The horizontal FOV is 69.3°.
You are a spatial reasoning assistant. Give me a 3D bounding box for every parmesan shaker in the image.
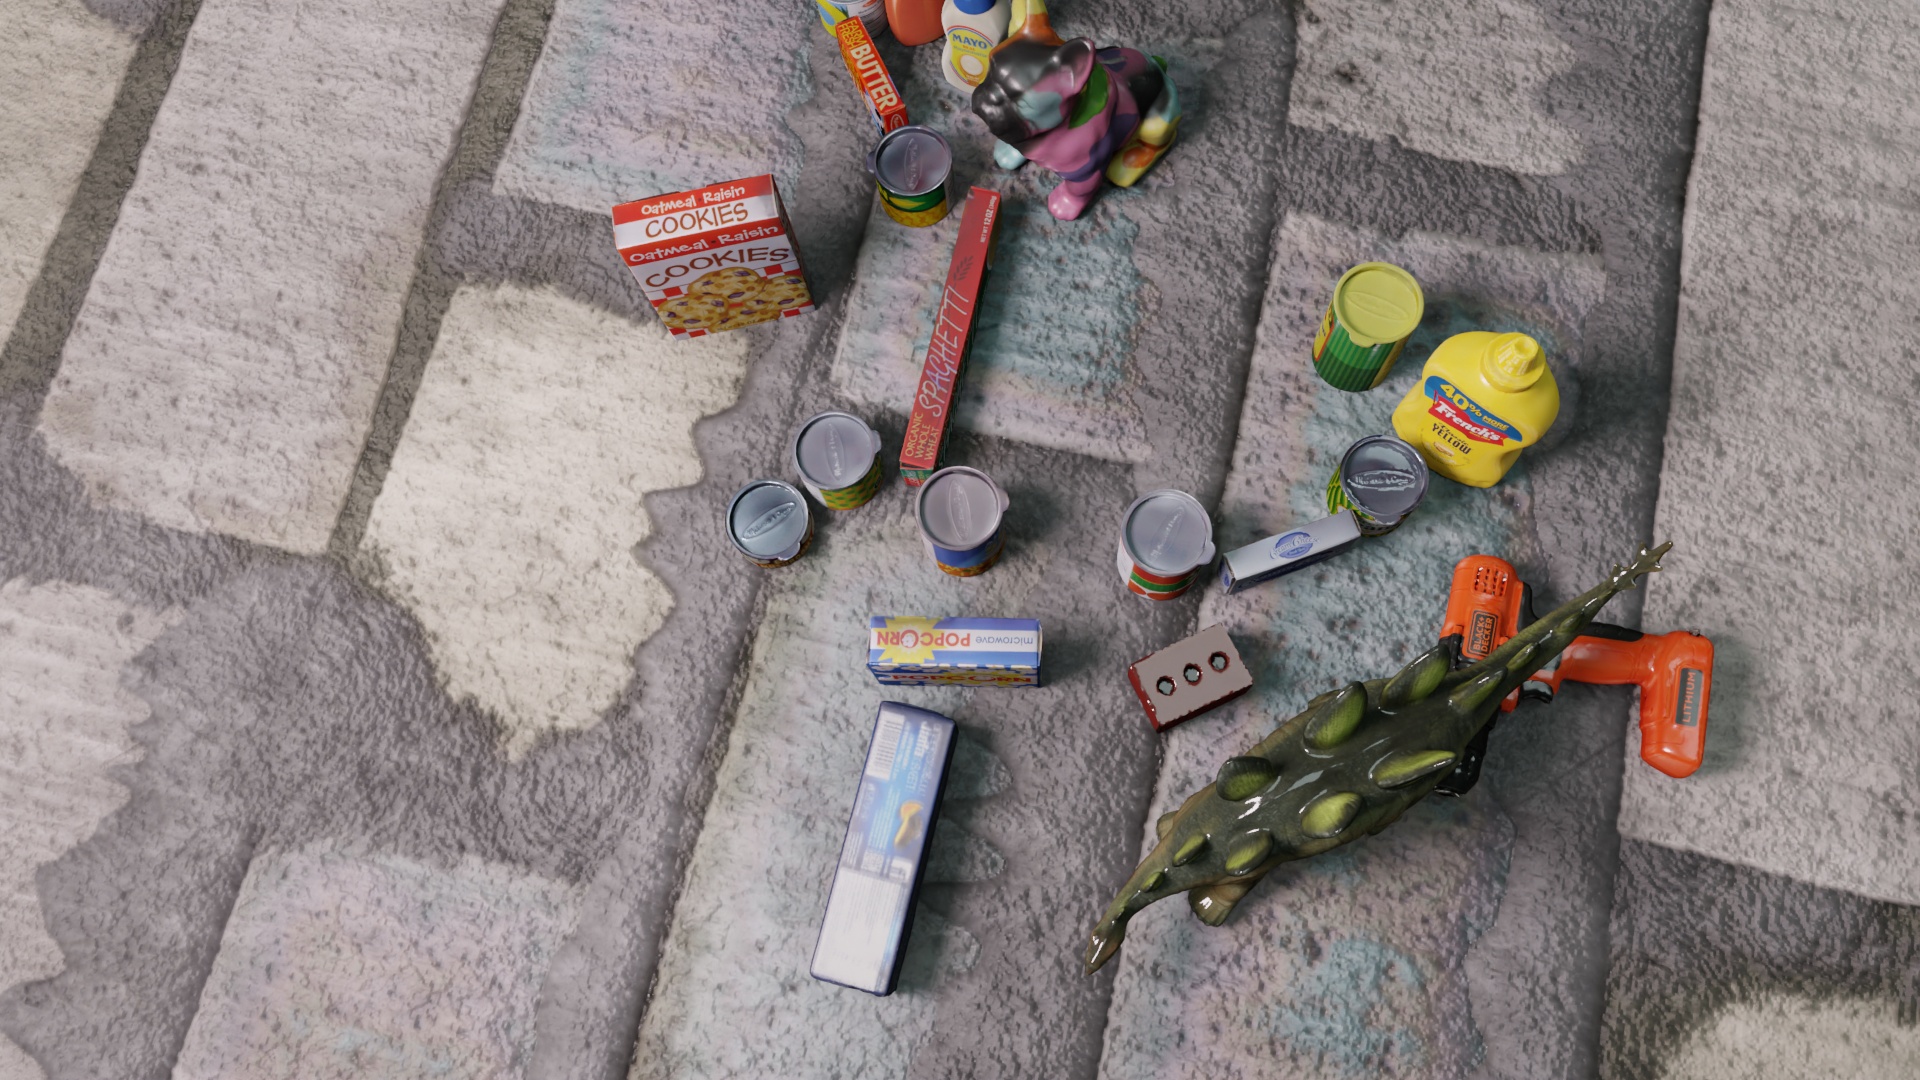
[{"bbox_3d":[0.312,-0.161,1.078,0.071,0.103,0.071,-1,74,4],"label":"parmesan shaker"}]

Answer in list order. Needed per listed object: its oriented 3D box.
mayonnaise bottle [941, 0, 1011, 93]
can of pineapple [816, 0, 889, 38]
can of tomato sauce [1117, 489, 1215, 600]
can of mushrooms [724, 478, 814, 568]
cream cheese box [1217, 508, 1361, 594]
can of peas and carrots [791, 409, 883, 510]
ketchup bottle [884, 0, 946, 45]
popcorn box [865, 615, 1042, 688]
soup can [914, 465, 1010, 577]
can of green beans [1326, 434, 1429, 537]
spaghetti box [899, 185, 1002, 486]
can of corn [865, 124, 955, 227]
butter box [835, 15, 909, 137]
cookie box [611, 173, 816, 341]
[{"bbox_3d":[0.013,-0.427,1.151,0.065,0.147,0.041,18,76,9],"label":"mayonnaise bottle"},{"bbox_3d":[-0.096,-0.484,1.222,0.071,0.057,0.071,-1,74,3],"label":"can of pineapple"},{"bbox_3d":[0.155,0.005,1.050,0.071,0.083,0.071,-1,74,4],"label":"can of tomato sauce"},{"bbox_3d":[-0.149,-0.011,1.100,0.071,0.033,0.071,-1,74,3],"label":"can of mushrooms"},{"bbox_3d":[0.249,0.009,1.058,0.104,0.053,0.024,-19,74,-2],"label":"cream cheese box"},{"bbox_3d":[-0.094,-0.063,1.099,0.071,0.058,0.071,-1,74,3],"label":"can of peas and carrots"},{"bbox_3d":[-0.036,-0.482,1.170,0.065,0.148,0.043,-28,74,-4],"label":"ketchup bottle"},{"bbox_3d":[-0.002,0.084,1.036,0.127,0.085,0.038,1,74,4],"label":"popcorn box"},{"bbox_3d":[0.004,-0.013,1.065,0.071,0.083,0.071,-1,74,4],"label":"soup can"},{"bbox_3d":[0.319,-0.041,1.066,0.071,0.057,0.071,-1,74,3],"label":"can of green beans"},{"bbox_3d":[-0.006,-0.165,1.127,0.029,0.050,0.250,11,75,7],"label":"spaghetti box"},{"bbox_3d":[-0.041,-0.305,1.166,0.071,0.058,0.071,-1,74,3],"label":"can of corn"},{"bbox_3d":[-0.075,-0.395,1.197,0.024,0.053,0.103,-25,74,-3],"label":"butter box"},{"bbox_3d":[-0.190,-0.220,1.094,0.123,0.167,0.040,-12,74,0],"label":"cookie box"}]
